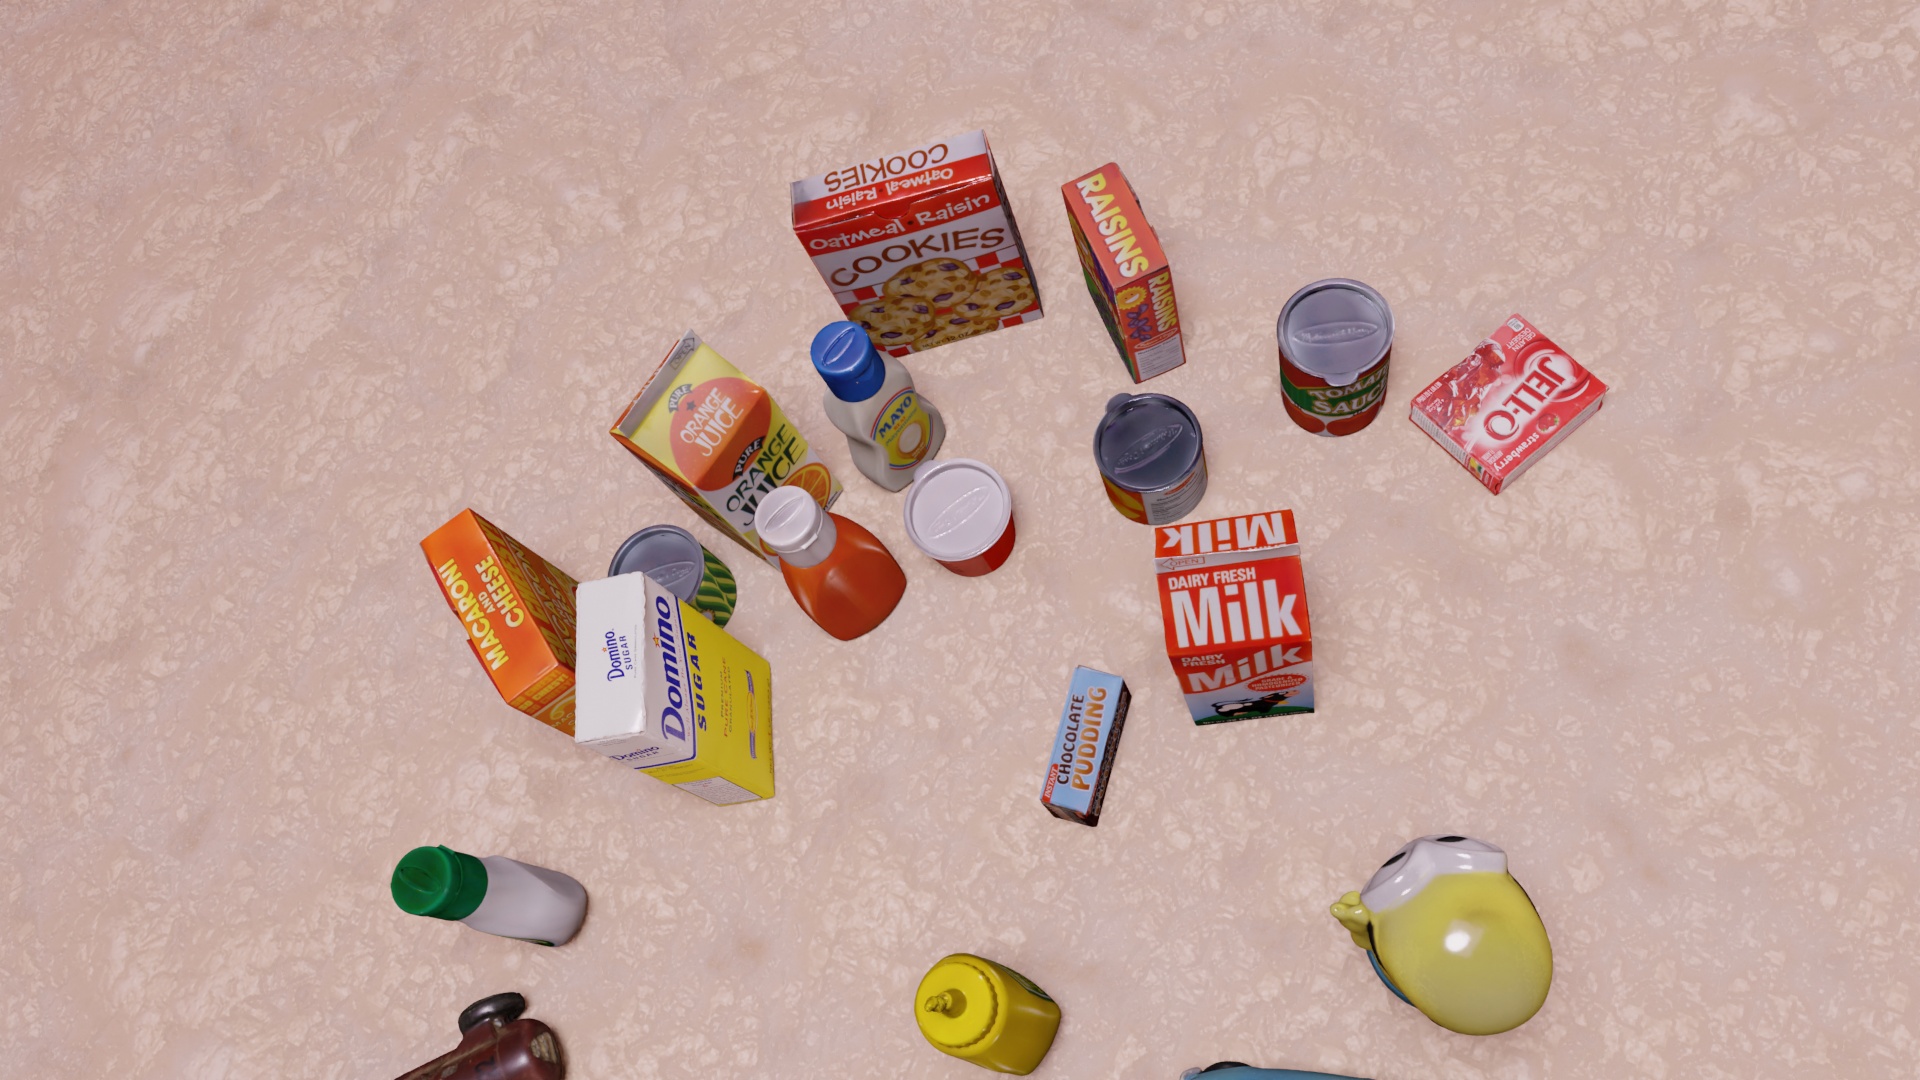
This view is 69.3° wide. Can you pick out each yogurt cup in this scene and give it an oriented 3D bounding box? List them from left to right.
[{"bbox_3d":[0.003,-0.011,0.874,0.072,0.053,0.072,-5,68,12],"label":"yogurt cup"}]

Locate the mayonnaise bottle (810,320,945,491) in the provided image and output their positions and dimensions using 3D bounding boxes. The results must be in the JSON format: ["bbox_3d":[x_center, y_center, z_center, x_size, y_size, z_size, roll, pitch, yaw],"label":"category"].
[{"bbox_3d":[-0.053,-0.085,0.865,0.041,0.147,0.065,35,81,23],"label":"mayonnaise bottle"}]

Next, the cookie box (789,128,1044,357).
[{"bbox_3d":[-0.023,-0.181,0.886,0.123,0.167,0.040,-14,66,9],"label":"cookie box"}]

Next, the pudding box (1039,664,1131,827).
[{"bbox_3d":[0.073,0.119,0.806,0.030,0.049,0.084,12,72,18],"label":"pudding box"}]

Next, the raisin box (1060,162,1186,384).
[{"bbox_3d":[0.104,-0.165,0.872,0.040,0.123,0.086,-23,65,4],"label":"raisin box"}]

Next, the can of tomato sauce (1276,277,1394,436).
[{"bbox_3d":[0.227,-0.107,0.841,0.071,0.083,0.071,-5,68,12],"label":"can of tomato sauce"}]

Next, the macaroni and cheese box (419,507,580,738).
[{"bbox_3d":[-0.245,0.064,0.843,0.040,0.166,0.124,-37,65,-2],"label":"macaroni and cheese box"}]

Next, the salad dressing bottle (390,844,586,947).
[{"bbox_3d":[-0.270,0.205,0.803,0.064,0.147,0.044,19,75,20],"label":"salad dressing bottle"}]

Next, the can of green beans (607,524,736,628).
[{"bbox_3d":[-0.186,0.030,0.902,0.071,0.057,0.071,-5,68,12],"label":"can of green beans"}]

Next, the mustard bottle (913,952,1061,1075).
[{"bbox_3d":[0.009,0.241,0.712,0.065,0.159,0.049,25,77,22],"label":"mustard bottle"}]

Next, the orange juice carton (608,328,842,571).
[{"bbox_3d":[-0.147,-0.056,0.853,0.073,0.192,0.072,31,79,23],"label":"orange juice carton"}]

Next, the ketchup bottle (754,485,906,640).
[{"bbox_3d":[-0.079,0.012,0.832,0.065,0.148,0.043,-43,65,-5],"label":"ketchup bottle"}]

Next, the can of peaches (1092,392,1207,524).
[{"bbox_3d":[0.117,-0.051,0.859,0.071,0.058,0.071,-5,68,12],"label":"can of peaches"}]

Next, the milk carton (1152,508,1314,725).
[{"bbox_3d":[0.148,0.039,0.742,0.072,0.190,0.074,-8,67,11],"label":"milk carton"}]
